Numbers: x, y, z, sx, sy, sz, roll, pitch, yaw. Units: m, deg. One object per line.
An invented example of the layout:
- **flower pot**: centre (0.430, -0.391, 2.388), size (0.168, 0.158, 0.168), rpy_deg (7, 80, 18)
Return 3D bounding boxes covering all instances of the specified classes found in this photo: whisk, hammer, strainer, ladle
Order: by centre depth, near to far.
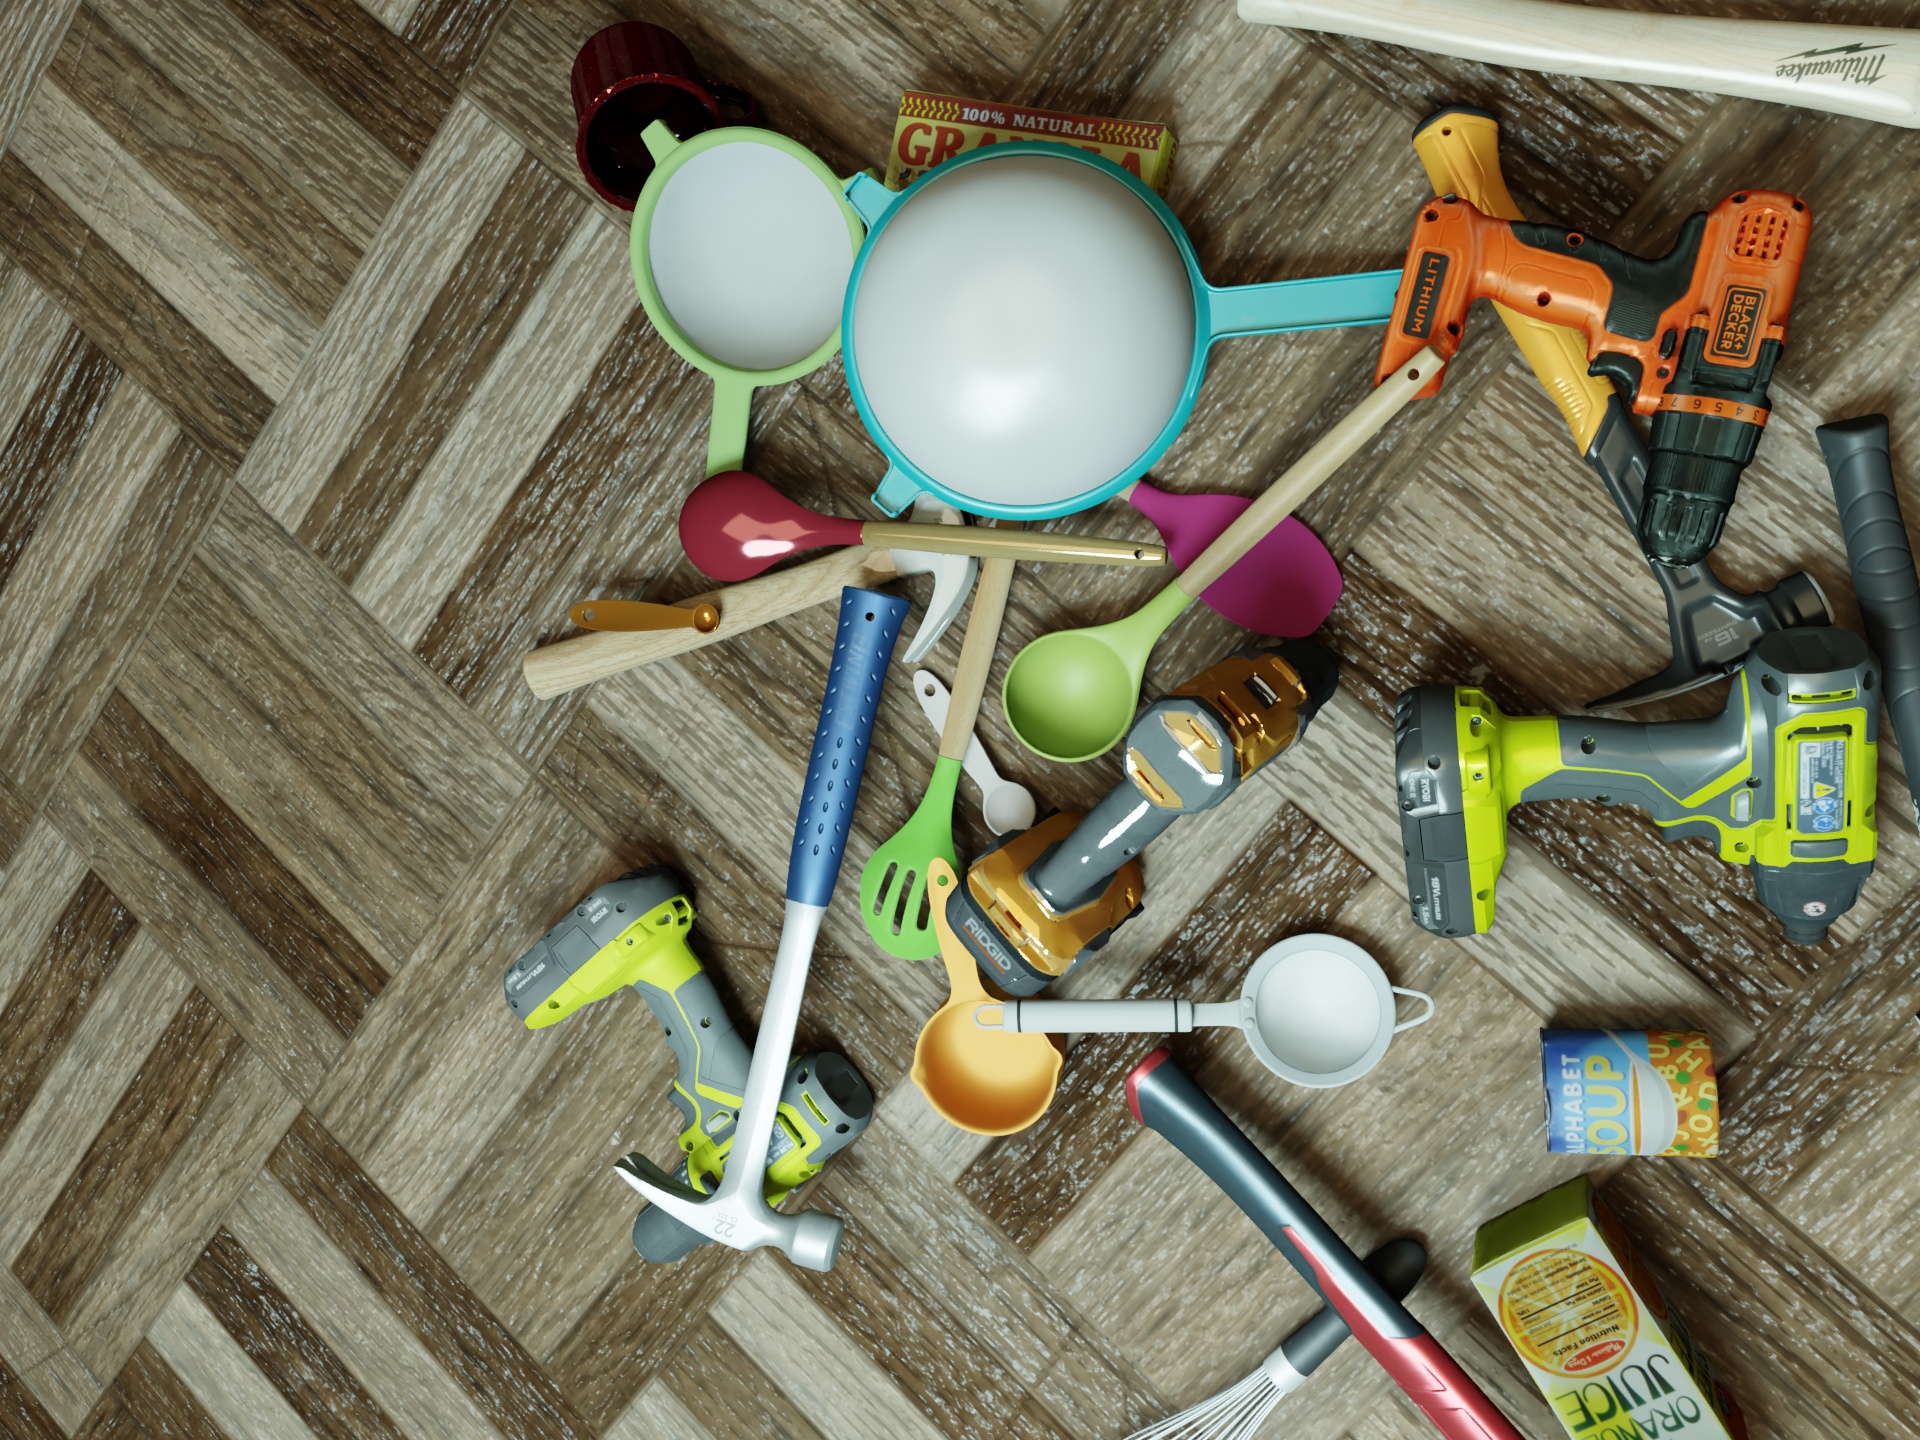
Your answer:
- **hammer**: centre (0.467, 0.009, 0.774), size (0.035, 0.146, 0.335), rpy_deg (-11, 79, 20)
- **hammer**: centre (0.343, -0.341, 0.826), size (0.411, 0.038, 0.146), rpy_deg (17, 101, 19)
- **hammer**: centre (0.322, -0.172, 0.846), size (0.127, 0.034, 0.337), rpy_deg (-27, 84, 19)
- **hammer**: centre (0.238, 0.320, 0.852), size (0.386, 0.038, 0.143), rpy_deg (47, 130, 19)
- **strainer**: centre (0.093, -0.217, 0.857), size (0.340, 0.095, 0.211), rpy_deg (-3, 99, 10)
- **ladle**: centre (0.137, -0.085, 0.865), size (0.078, 0.062, 0.320), rpy_deg (47, 125, 3)
- **strainer**: centre (0.136, 0.168, 0.912), size (0.258, 0.050, 0.087), rpy_deg (-2, 70, 6)
- **whisk**: centre (0.168, 0.401, 0.934), size (0.070, 0.070, 0.284), rpy_deg (45, 102, 12)
- **ladle**: centre (-0.032, -0.109, 0.952), size (0.315, 0.031, 0.069), rpy_deg (6, 95, 17)
- **hammer**: centre (-0.101, 0.119, 0.962), size (0.144, 0.035, 0.405), rpy_deg (13, 92, 9)
- **strainer**: centre (-0.130, -0.240, 1.001), size (0.151, 0.069, 0.256), rpy_deg (15, 116, 8)
- **hammer**: centre (-0.142, -0.071, 1.026), size (0.331, 0.031, 0.130), rpy_deg (-17, 88, 21)

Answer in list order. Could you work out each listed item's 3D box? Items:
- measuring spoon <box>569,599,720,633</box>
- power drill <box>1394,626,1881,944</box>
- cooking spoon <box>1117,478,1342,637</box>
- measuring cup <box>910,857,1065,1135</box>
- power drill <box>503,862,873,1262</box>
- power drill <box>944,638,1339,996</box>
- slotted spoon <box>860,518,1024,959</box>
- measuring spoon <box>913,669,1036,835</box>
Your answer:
- **measuring spoon**: centre (-0.204, -0.067, 1.030), size (0.117, 0.011, 0.021), rpy_deg (3, 94, 24)
- **power drill**: centre (0.344, 0.046, 0.817), size (0.223, 0.080, 0.171), rpy_deg (-5, 119, 19)
- **cooking spoon**: centre (0.083, -0.150, 0.944), size (0.319, 0.017, 0.069), rpy_deg (35, 95, 14)
- **measuring cup**: centre (0.011, 0.161, 0.965), size (0.095, 0.052, 0.173), rpy_deg (-11, 96, 16)
- **power drill**: centre (-0.192, 0.229, 1.043), size (0.190, 0.080, 0.228), rpy_deg (-41, 83, 17)
- **power drill**: centre (0.110, 0.043, 0.887), size (0.084, 0.185, 0.226), rpy_deg (49, 127, 11)
- **slotted spoon**: centre (-0.002, -0.003, 0.969), size (0.070, 0.031, 0.314), rpy_deg (16, 94, 17)
- **measuring spoon**: centre (0.009, 0.019, 0.989), size (0.034, 0.018, 0.124), rpy_deg (-40, 73, 20)
